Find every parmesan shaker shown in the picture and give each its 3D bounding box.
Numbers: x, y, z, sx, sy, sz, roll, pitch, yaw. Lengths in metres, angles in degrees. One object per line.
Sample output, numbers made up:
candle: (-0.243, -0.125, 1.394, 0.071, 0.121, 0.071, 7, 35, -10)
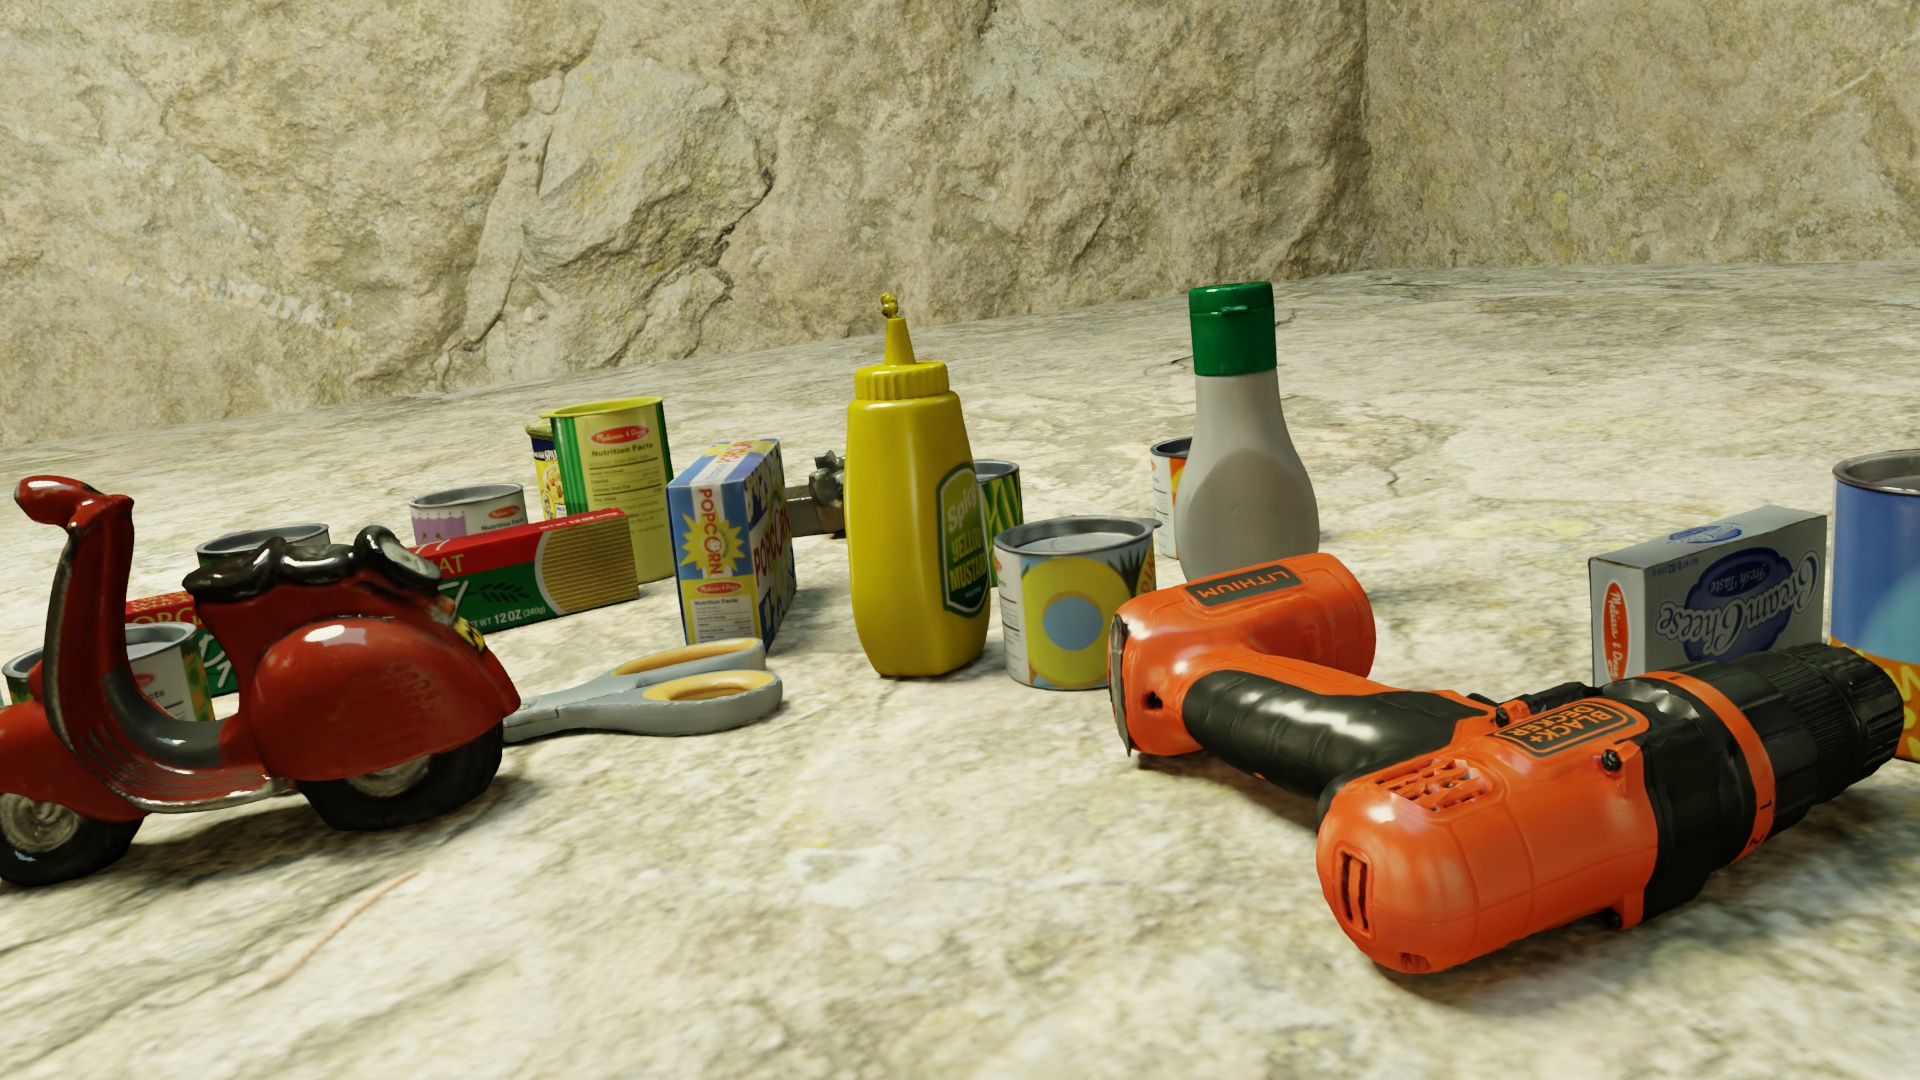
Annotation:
parmesan shaker: (-0.205, -0.029, 0.822, 0.071, 0.102, 0.071, -6, 12, 1)

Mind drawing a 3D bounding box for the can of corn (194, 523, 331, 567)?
can of corn: (-0.377, 0.026, 0.759, 0.071, 0.058, 0.071, -6, 12, 1)

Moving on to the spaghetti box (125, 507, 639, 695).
spaghetti box: (-0.290, 0.031, 0.714, 0.251, 0.050, 0.028, -13, 14, -30)

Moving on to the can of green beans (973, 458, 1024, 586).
can of green beans: (0.001, -0.009, 0.741, 0.071, 0.057, 0.071, -6, 12, 1)

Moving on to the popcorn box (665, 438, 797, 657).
popcorn box: (-0.111, 0.001, 0.687, 0.038, 0.085, 0.127, -6, 12, 1)

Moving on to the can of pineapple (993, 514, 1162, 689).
can of pineapple: (0.051, 0.024, 0.573, 0.071, 0.057, 0.071, -6, 12, 1)

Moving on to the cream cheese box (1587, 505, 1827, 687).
cream cheese box: (0.264, 0.023, 0.491, 0.104, 0.053, 0.024, -12, 14, -27)

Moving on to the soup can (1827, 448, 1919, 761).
soup can: (0.304, 0.019, 0.421, 0.071, 0.083, 0.071, -6, 12, 1)

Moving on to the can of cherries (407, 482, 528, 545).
can of cherries: (-0.294, 0.000, 0.837, 0.071, 0.058, 0.071, -6, 12, 1)

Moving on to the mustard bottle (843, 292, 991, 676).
mustard bottle: (-0.021, -0.024, 0.588, 0.049, 0.159, 0.065, 0, 13, 24)

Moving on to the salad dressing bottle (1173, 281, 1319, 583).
salad dressing bottle: (0.125, -0.040, 0.618, 0.064, 0.147, 0.044, -4, 12, 7)

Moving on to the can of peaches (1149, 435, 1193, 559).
can of peaches: (0.139, -0.024, 0.747, 0.071, 0.058, 0.071, -6, 12, 1)

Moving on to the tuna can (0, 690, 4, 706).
tuna can: (-0.489, 0.074, 0.652, 0.071, 0.032, 0.071, -6, 13, 1)

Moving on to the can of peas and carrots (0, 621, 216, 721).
can of peas and carrots: (-0.332, 0.069, 0.547, 0.071, 0.058, 0.071, -6, 12, 1)
